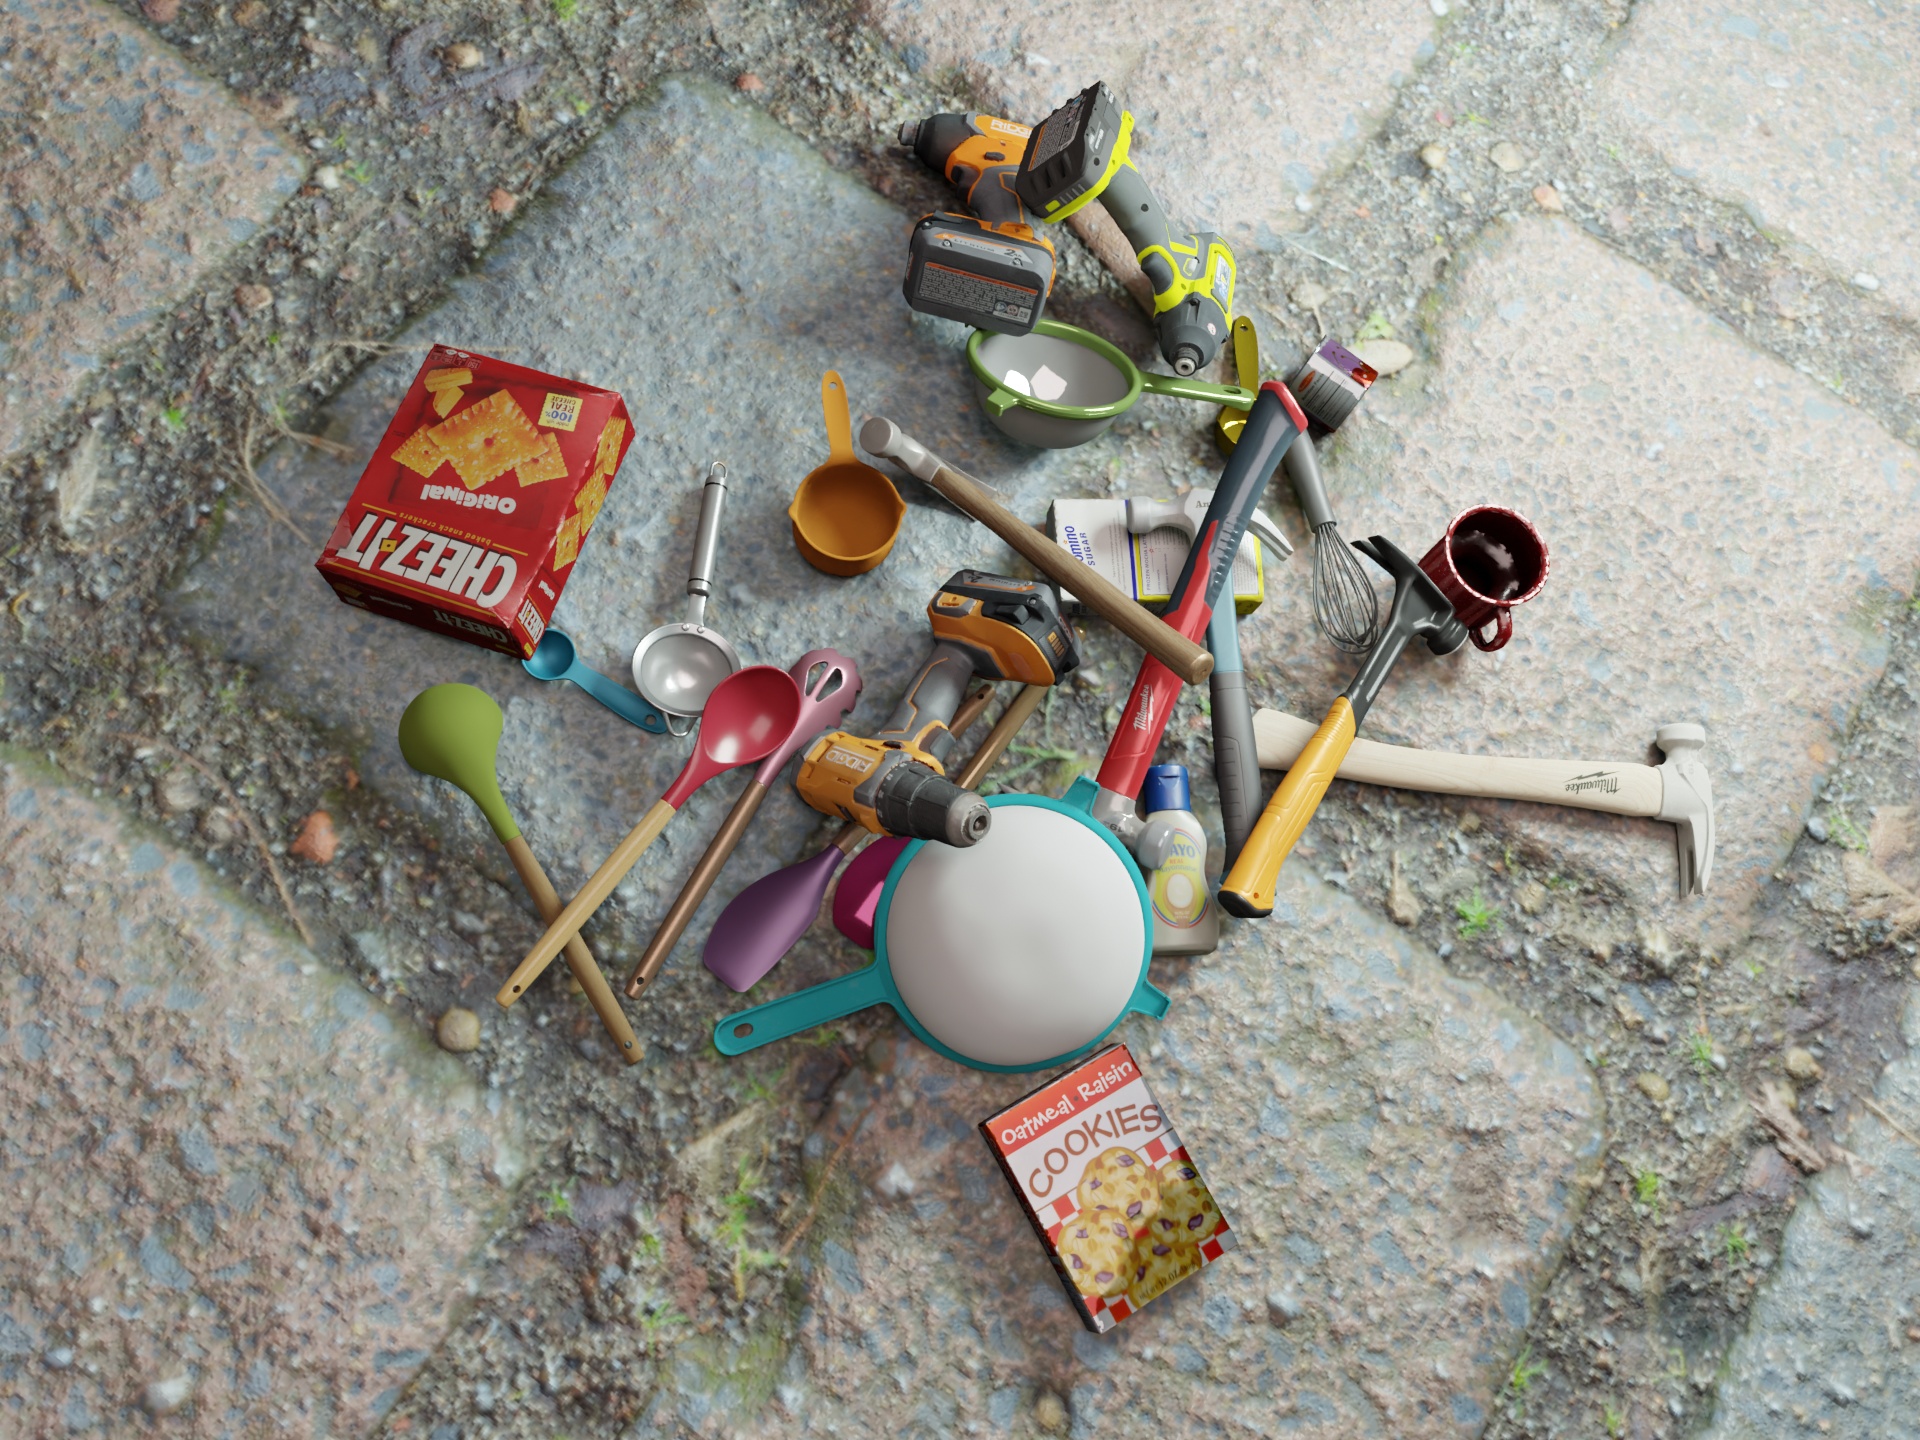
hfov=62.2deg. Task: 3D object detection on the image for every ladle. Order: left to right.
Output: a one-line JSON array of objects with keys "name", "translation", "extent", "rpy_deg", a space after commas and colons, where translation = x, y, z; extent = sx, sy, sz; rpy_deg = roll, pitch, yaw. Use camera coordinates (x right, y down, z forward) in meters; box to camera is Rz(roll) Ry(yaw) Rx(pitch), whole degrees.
[{"name": "ladle", "translation": [-0.318, 0.113, 1.178], "extent": [0.078, 0.062, 0.320], "rpy_deg": [-30, 86, -14]}, {"name": "ladle", "translation": [-0.230, 0.083, 1.168], "extent": [0.069, 0.031, 0.315], "rpy_deg": [46, 72, -21]}]

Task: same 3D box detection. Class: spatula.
[{"name": "spatula", "translation": [-0.079, 0.081, 1.233], "extent": [0.060, 0.018, 0.316], "rpy_deg": [38, 70, 17]}]

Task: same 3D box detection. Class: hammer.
[{"name": "hammer", "translation": [0.065, -0.129, 1.233], "extent": [0.332, 0.130, 0.031], "rpy_deg": [40, 101, 27]}, {"name": "hammer", "translation": [0.163, -0.088, 1.242], "extent": [0.143, 0.038, 0.386], "rpy_deg": [22, 87, 18]}, {"name": "hammer", "translation": [0.212, -0.023, 1.270], "extent": [0.128, 0.033, 0.331], "rpy_deg": [-4, 80, -3]}, {"name": "hammer", "translation": [0.289, 0.010, 1.251], "extent": [0.127, 0.034, 0.337], "rpy_deg": [43, 66, -20]}, {"name": "hammer", "translation": [0.426, 0.054, 1.317], "extent": [0.410, 0.038, 0.146], "rpy_deg": [7, 72, -7]}]

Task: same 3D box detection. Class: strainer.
[{"name": "strainer", "translation": [-0.207, -0.096, 1.260], "extent": [0.087, 0.050, 0.259], "rpy_deg": [12, 65, -14]}, {"name": "strainer", "translation": [-0.016, 0.182, 1.148], "extent": [0.340, 0.095, 0.211], "rpy_deg": [-19, 93, -6]}, {"name": "strainer", "translation": [0.123, -0.270, 1.354], "extent": [0.256, 0.069, 0.152], "rpy_deg": [5, 41, -14]}]

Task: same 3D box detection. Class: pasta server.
[{"name": "pasta server", "translation": [-0.167, 0.074, 1.219], "extent": [0.060, 0.040, 0.316], "rpy_deg": [30, 74, 1]}]

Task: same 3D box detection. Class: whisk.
[{"name": "whisk", "translation": [0.309, -0.167, 1.367], "extent": [0.055, 0.055, 0.239], "rpy_deg": [-8, 69, -12]}]

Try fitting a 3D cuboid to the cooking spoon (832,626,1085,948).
[{"name": "cooking spoon", "translation": [0.007, 0.045, 1.259], "extent": [0.069, 0.017, 0.319], "rpy_deg": [36, 71, 4]}]

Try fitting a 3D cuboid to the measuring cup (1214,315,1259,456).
[{"name": "measuring cup", "translation": [0.252, -0.294, 1.413], "extent": [0.062, 0.029, 0.157], "rpy_deg": [7, 59, -6]}]

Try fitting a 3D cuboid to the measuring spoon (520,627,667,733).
[{"name": "measuring spoon", "translation": [-0.284, -0.026, 1.239], "extent": [0.128, 0.021, 0.042], "rpy_deg": [34, 70, -7]}]

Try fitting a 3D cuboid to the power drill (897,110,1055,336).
[{"name": "power drill", "translation": [0.013, -0.441, 1.368], "extent": [0.164, 0.084, 0.227], "rpy_deg": [14, 52, -4]}]

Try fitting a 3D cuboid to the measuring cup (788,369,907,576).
[{"name": "measuring cup", "translation": [-0.099, -0.200, 1.306], "extent": [0.095, 0.052, 0.174], "rpy_deg": [-4, 71, -11]}]

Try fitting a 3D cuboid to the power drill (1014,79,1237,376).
[{"name": "power drill", "translation": [0.149, -0.403, 1.331], "extent": [0.223, 0.080, 0.171], "rpy_deg": [43, 42, -28]}]

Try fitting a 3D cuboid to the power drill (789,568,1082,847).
[{"name": "power drill", "translation": [-0.002, -0.004, 1.198], "extent": [0.226, 0.185, 0.084], "rpy_deg": [-50, 130, -21]}]
